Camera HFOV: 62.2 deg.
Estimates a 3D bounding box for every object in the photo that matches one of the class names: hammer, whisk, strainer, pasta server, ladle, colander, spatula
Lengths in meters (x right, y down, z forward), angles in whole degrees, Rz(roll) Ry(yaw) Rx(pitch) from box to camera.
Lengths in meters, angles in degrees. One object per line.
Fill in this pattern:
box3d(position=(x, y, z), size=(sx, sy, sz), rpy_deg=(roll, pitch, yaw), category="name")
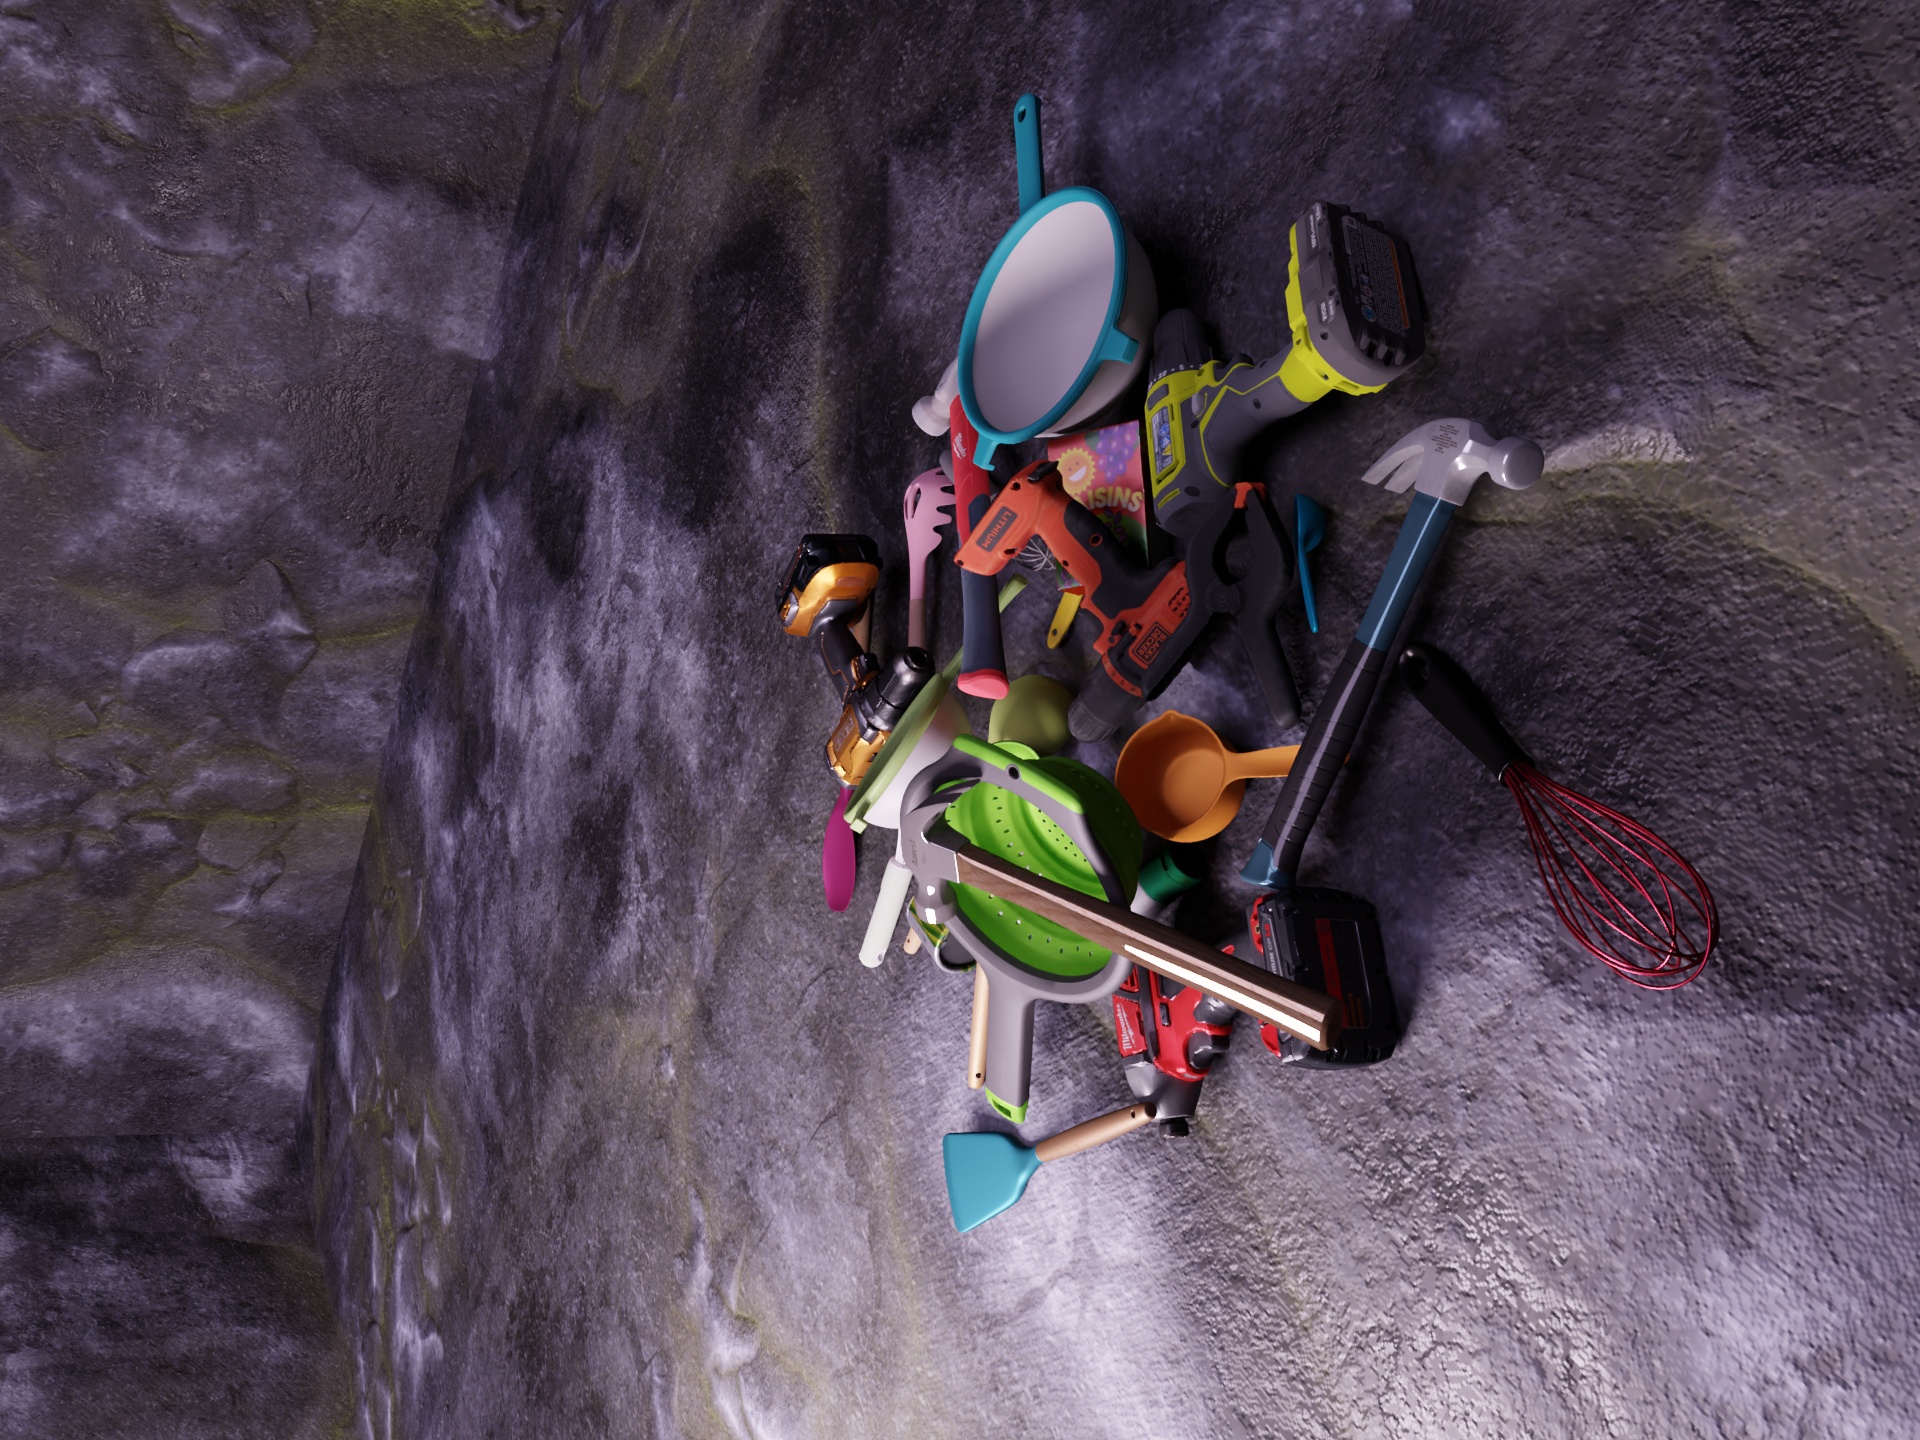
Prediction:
box3d(position=(0.258, -0.035, 1.021), size=(0.331, 0.033, 0.128), rpy_deg=(-69, 23, 15), category="hammer")
box3d(position=(0.030, -0.195, 1.418), size=(0.239, 0.055, 0.055), rpy_deg=(51, 125, 52), category="whisk")
box3d(position=(-0.053, 0.126, 1.478), size=(0.059, 0.058, 0.246), rpy_deg=(28, 115, 23), category="whisk")
box3d(position=(-0.002, -0.004, 1.354), size=(0.256, 0.069, 0.151), rpy_deg=(-55, 6, 4), category="strainer")
box3d(position=(-0.034, -0.087, 1.512), size=(0.060, 0.040, 0.316), rpy_deg=(-5, 84, 56), category="pasta server")
box3d(position=(0.331, 0.041, 0.914), size=(0.073, 0.073, 0.296), rpy_deg=(-63, 32, 27), category="whisk")
box3d(position=(0.092, -0.375, 1.326), size=(0.211, 0.095, 0.341), rpy_deg=(-31, 53, 47), category="strainer")
box3d(position=(0.017, 0.092, 1.393), size=(0.078, 0.062, 0.320), rpy_deg=(58, 137, 40), category="ladle")
box3d(position=(0.061, 0.155, 1.187), size=(0.205, 0.094, 0.396), rpy_deg=(28, 138, 28), category="colander")
box3d(position=(0.065, 0.332, 1.228), size=(0.317, 0.044, 0.082), rpy_deg=(132, 133, -58), category="spatula")
box3d(position=(0.092, 0.129, 1.027), size=(0.331, 0.031, 0.130), rpy_deg=(21, 134, 34), category="hammer")
box3d(position=(0.021, -0.182, 1.346), size=(0.143, 0.038, 0.387), rpy_deg=(-41, 39, 36), category="hammer")

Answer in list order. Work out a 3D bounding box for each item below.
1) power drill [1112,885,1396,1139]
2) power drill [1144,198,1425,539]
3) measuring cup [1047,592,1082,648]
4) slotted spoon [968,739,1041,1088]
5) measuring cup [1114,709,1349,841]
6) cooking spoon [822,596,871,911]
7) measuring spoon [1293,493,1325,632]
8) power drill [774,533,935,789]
box3d(position=(0.185, 0.201, 1.082), size=(0.219, 0.078, 0.143), rpy_deg=(-34, 55, 52), category="power drill")
box3d(position=(0.212, -0.259, 1.131), size=(0.228, 0.080, 0.191), rpy_deg=(-37, 46, 50), category="power drill")
box3d(position=(0.094, -0.133, 1.320), size=(0.062, 0.029, 0.156), rpy_deg=(40, 114, 52), category="measuring cup")
box3d(position=(0.025, 0.163, 1.327), size=(0.031, 0.070, 0.313), rpy_deg=(-121, 35, -72), category="slotted spoon")
box3d(position=(0.198, 0.039, 1.127), size=(0.173, 0.052, 0.095), rpy_deg=(-8, 70, 30), category="measuring cup")
box3d(position=(-0.110, 0.033, 1.604), size=(0.069, 0.017, 0.319), rpy_deg=(-2, 82, 58), category="cooking spoon")
box3d(position=(0.241, -0.105, 1.073), size=(0.042, 0.021, 0.129), rpy_deg=(81, -171, -46), category="measuring spoon")
box3d(position=(-0.096, -0.073, 1.509), size=(0.185, 0.084, 0.226), rpy_deg=(-54, 47, 48), category="power drill")
